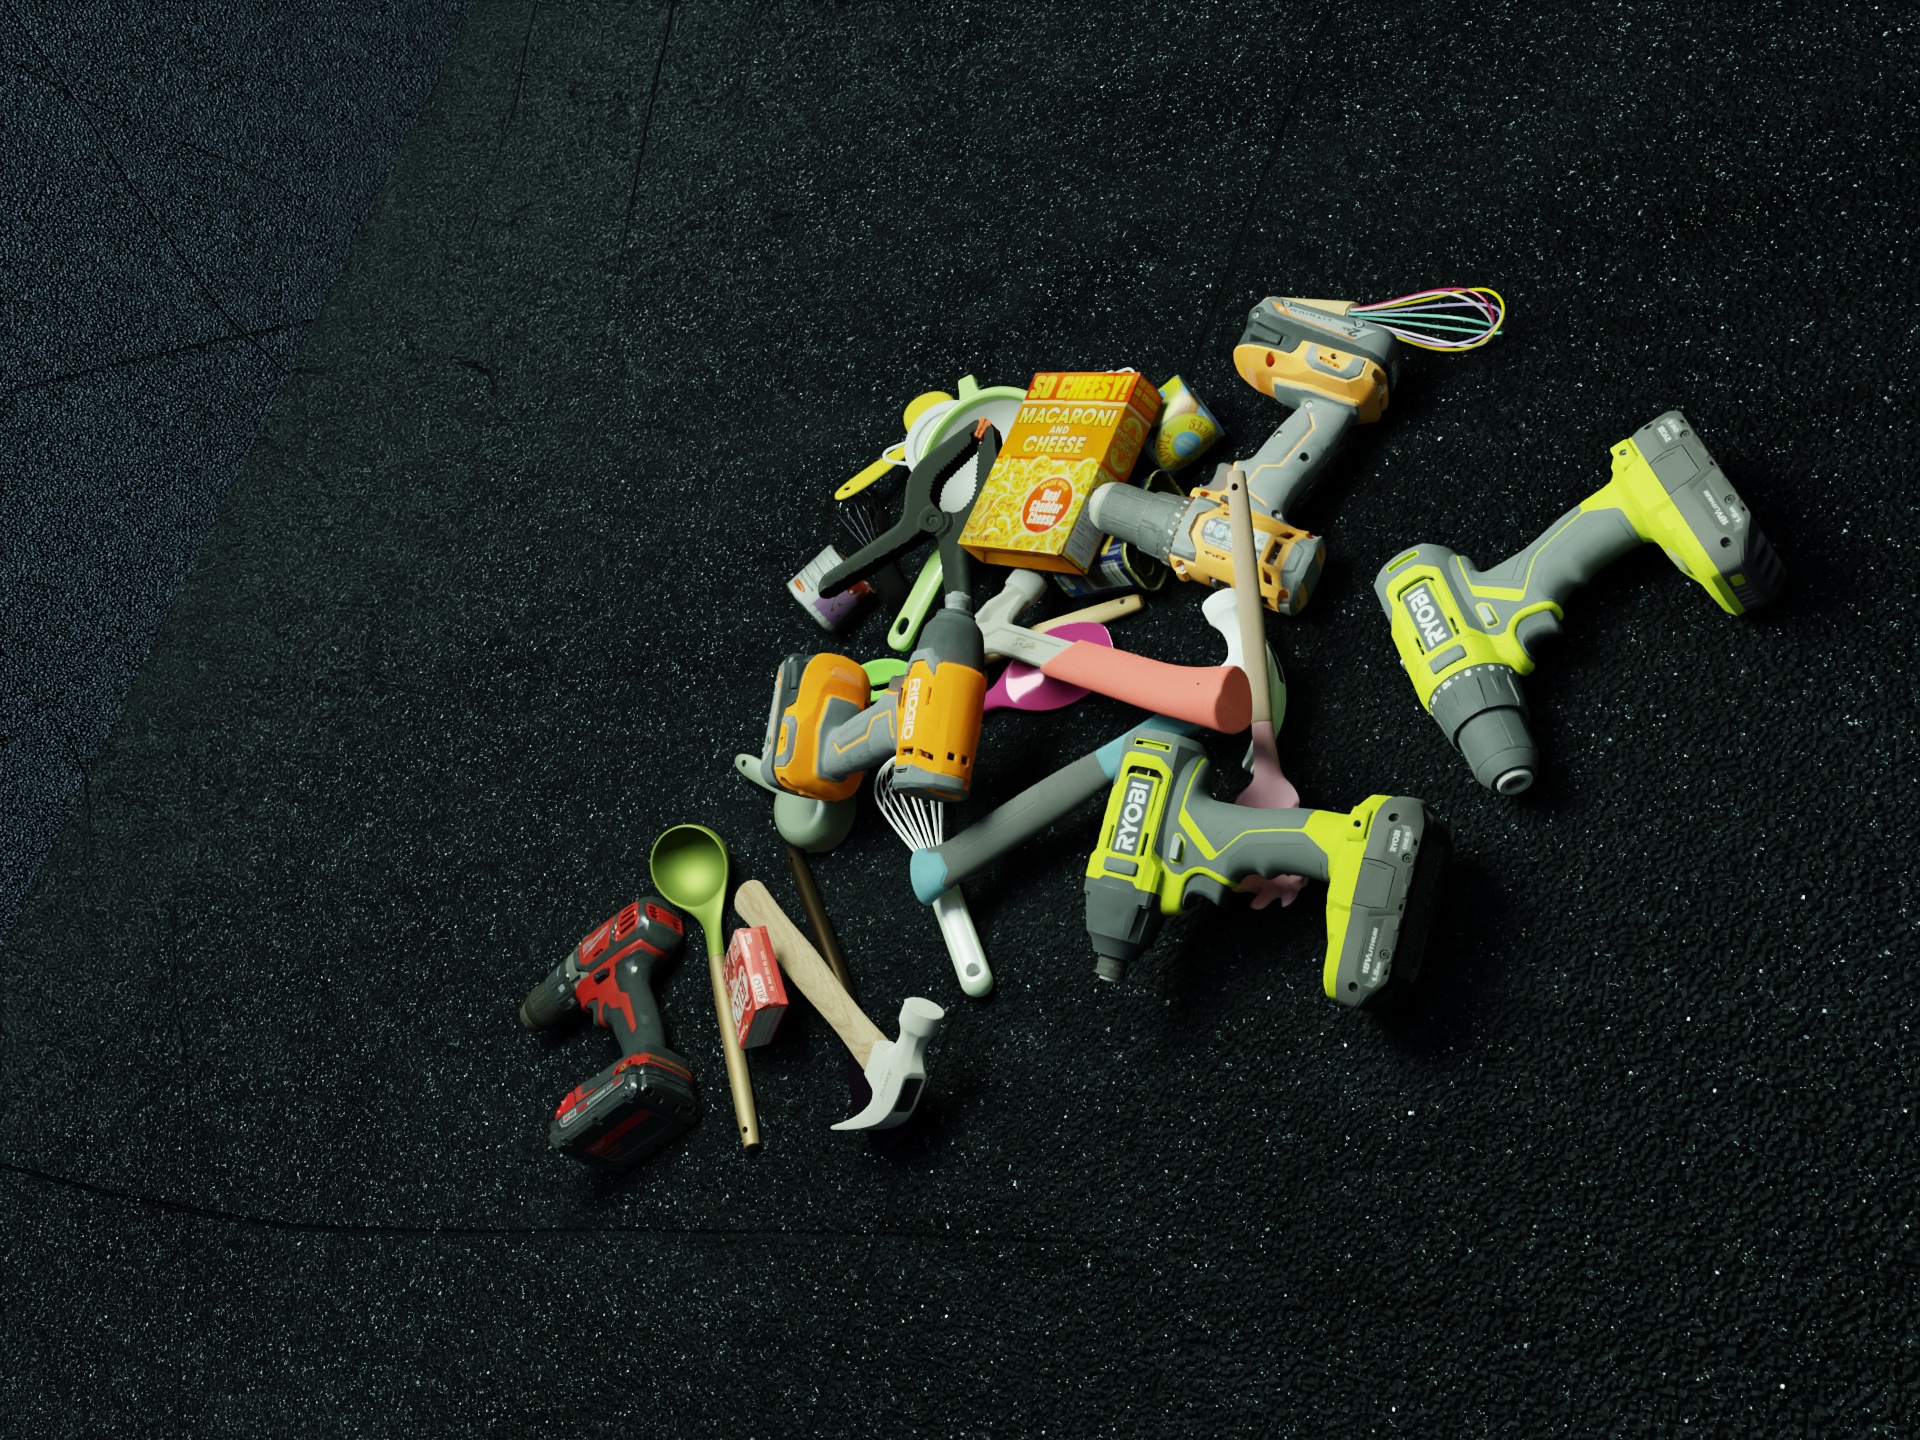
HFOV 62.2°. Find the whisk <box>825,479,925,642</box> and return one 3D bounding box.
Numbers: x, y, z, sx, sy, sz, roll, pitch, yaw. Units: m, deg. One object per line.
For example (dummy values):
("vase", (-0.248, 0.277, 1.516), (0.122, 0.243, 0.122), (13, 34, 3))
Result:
("whisk", (-0.080, -0.156, 1.522), (0.055, 0.055, 0.239), (-40, 47, 15))

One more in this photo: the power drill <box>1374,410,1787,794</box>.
("power drill", (0.393, -0.073, 1.020), (0.228, 0.080, 0.191), (-34, 46, 25))

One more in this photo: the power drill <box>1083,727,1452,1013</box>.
("power drill", (0.191, 0.108, 1.042), (0.223, 0.080, 0.171), (11, 83, 33))

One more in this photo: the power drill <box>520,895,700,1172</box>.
("power drill", (-0.323, 0.288, 1.432), (0.188, 0.080, 0.227), (-37, 42, 18))

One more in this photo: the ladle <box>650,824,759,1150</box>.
("ladle", (-0.216, 0.226, 1.390), (0.078, 0.062, 0.321), (-32, 49, 15))

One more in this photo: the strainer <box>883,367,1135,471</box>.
("strainer", (0.048, -0.280, 1.492), (0.258, 0.050, 0.087), (-16, 68, 27))

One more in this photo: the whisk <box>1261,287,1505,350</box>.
("whisk", (0.331, -0.323, 1.264), (0.245, 0.051, 0.047), (25, 116, 52))

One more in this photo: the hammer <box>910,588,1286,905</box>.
("hammer", (0.097, 0.041, 1.201), (0.331, 0.033, 0.128), (-33, 66, 17))

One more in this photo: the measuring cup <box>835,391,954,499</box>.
("measuring cup", (-0.065, -0.270, 1.556), (0.156, 0.029, 0.062), (-39, 45, -15))

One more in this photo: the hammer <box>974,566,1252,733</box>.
("hammer", (0.091, -0.034, 1.191), (0.149, 0.036, 0.359), (-53, 29, -7))

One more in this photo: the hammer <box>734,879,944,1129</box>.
("hammer", (-0.115, 0.218, 1.293), (0.332, 0.031, 0.130), (36, 111, 55))

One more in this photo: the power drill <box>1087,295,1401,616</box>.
("power drill", (0.219, -0.209, 1.226), (0.185, 0.084, 0.226), (23, 81, 22))

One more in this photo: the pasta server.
("pasta server", (0.207, -0.026, 1.118), (0.060, 0.040, 0.316), (-9, 79, 26))

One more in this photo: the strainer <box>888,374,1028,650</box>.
("strainer", (0.014, -0.172, 1.437), (0.152, 0.069, 0.256), (32, 97, 31))

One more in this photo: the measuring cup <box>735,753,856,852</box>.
("measuring cup", (-0.163, 0.061, 1.439), (0.168, 0.038, 0.083), (26, 95, 40))

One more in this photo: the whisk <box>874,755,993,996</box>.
("whisk", (-0.019, 0.119, 1.290), (0.058, 0.059, 0.247), (-19, 51, -3))

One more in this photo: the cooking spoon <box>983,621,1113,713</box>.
("cooking spoon", (-0.002, -0.004, 1.371), (0.319, 0.017, 0.069), (-25, 67, 29))

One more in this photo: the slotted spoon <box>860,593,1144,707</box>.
("slotted spoon", (0.020, -0.055, 1.380), (0.314, 0.031, 0.070), (-18, 53, 31))

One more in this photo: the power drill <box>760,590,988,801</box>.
("power drill", (-0.063, -0.014, 1.288), (0.226, 0.084, 0.164), (-7, 70, 51))

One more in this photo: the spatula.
("spatula", (-0.100, 0.219, 1.315), (0.059, 0.018, 0.316), (-49, 42, 21))
